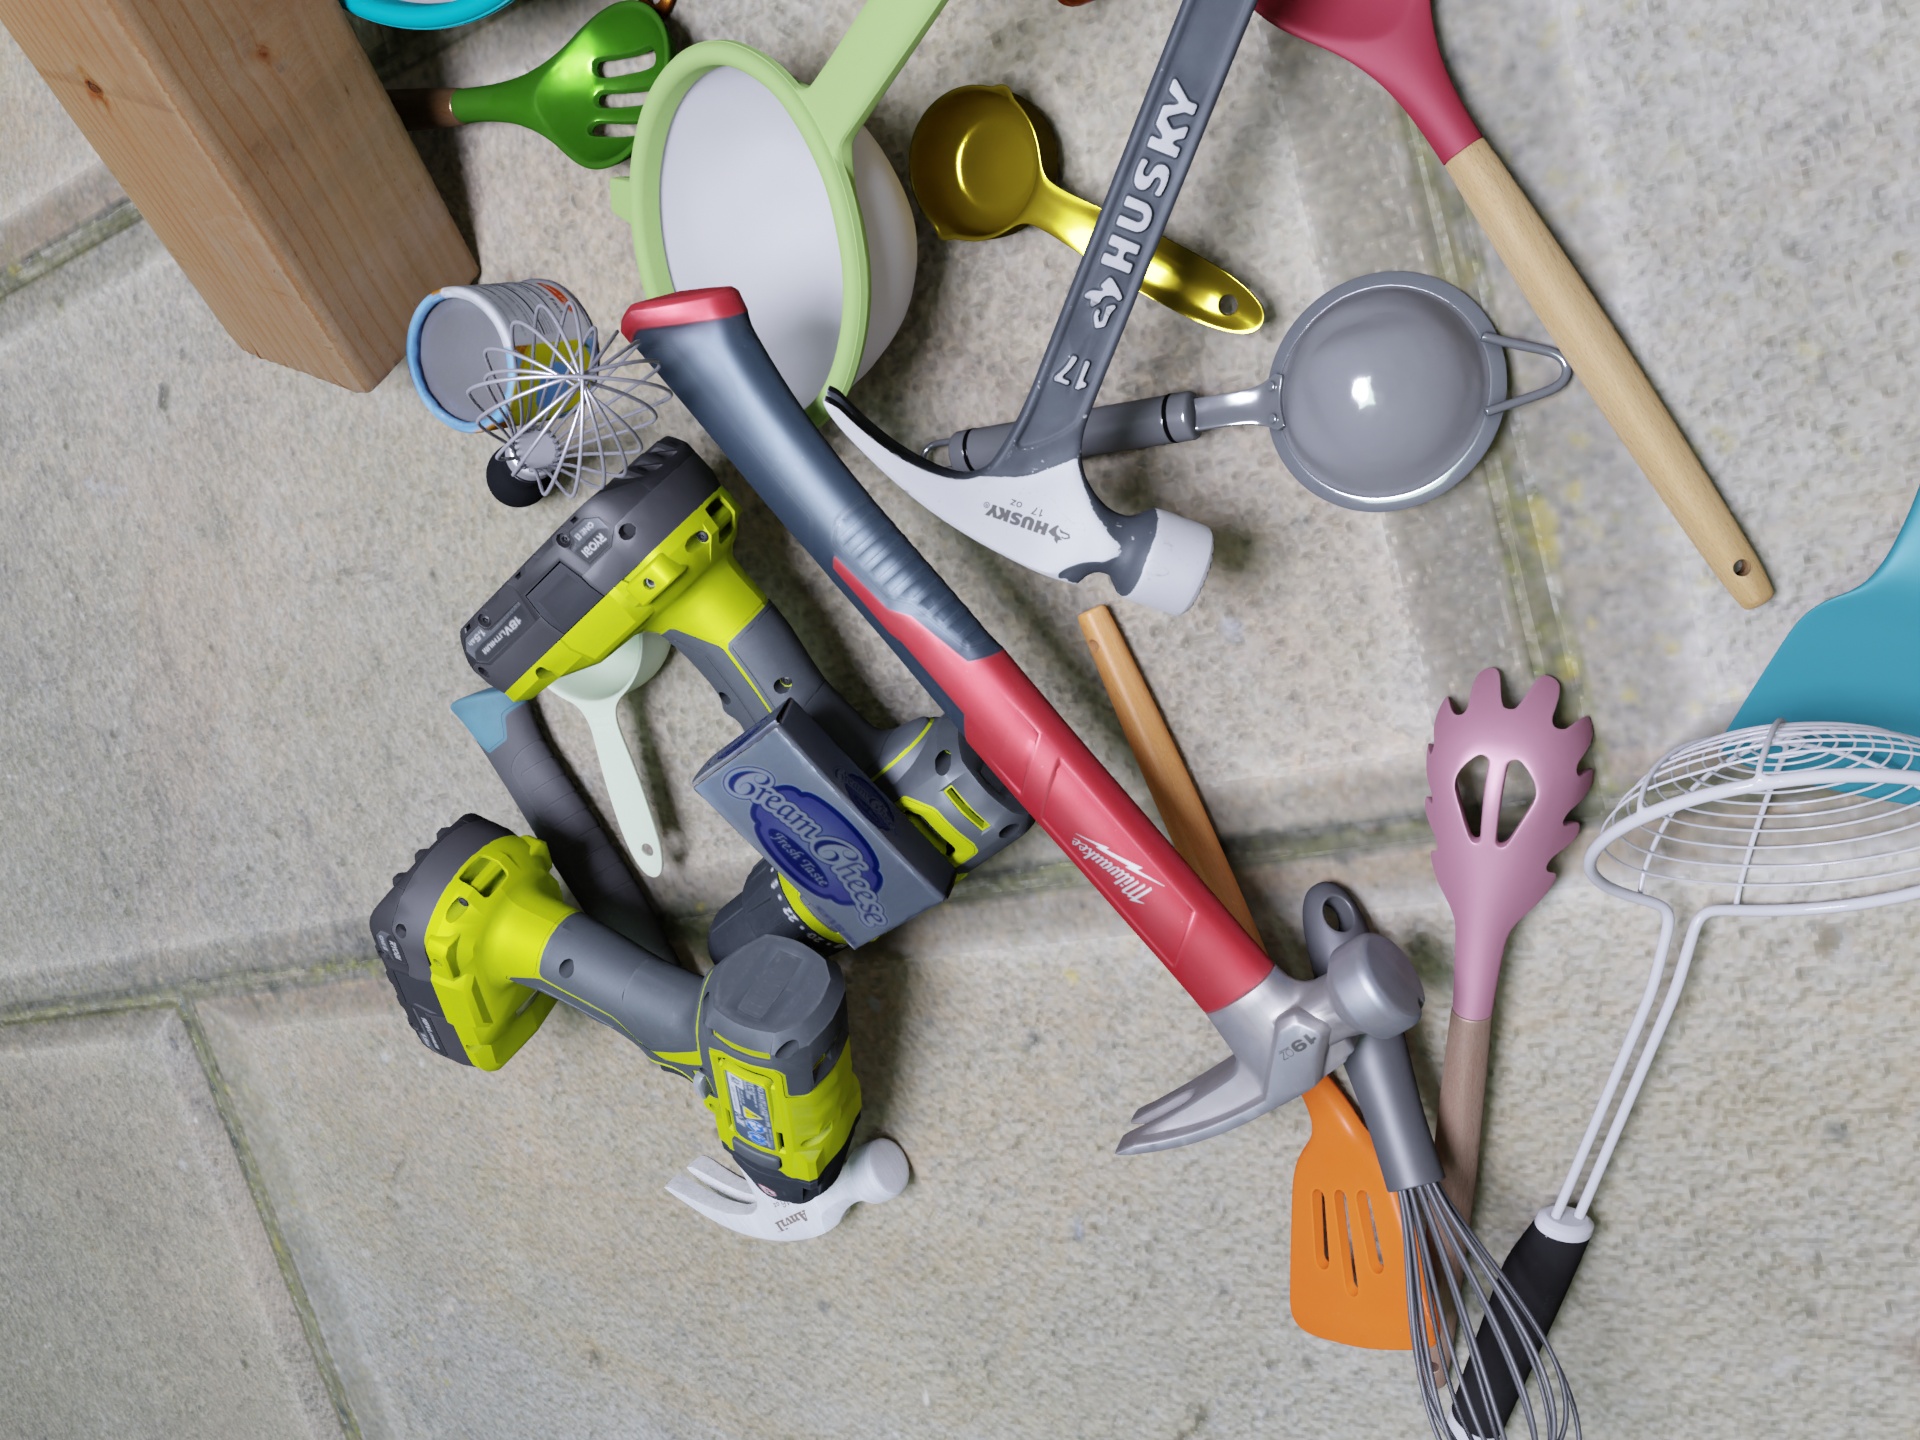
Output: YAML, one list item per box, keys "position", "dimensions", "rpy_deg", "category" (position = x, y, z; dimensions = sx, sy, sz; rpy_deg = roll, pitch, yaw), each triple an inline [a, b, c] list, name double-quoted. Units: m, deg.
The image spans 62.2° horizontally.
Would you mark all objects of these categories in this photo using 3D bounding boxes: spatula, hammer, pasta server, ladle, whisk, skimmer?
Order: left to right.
- position: [-0.174, -0.115, 0.655]
  dimensions: [0.285, 0.070, 0.070]
  rpy_deg: [2, 113, 69]
  category: "whisk"
- position: [-0.160, 0.121, 0.819]
  dimensions: [0.128, 0.033, 0.331]
  rpy_deg: [-33, 89, 31]
  category: "hammer"
- position: [-0.001, -0.002, 0.612]
  dimensions: [0.386, 0.038, 0.143]
  rpy_deg: [49, 123, -2]
  category: "hammer"
- position: [0.081, -0.239, 0.504]
  dimensions: [0.149, 0.036, 0.408]
  rpy_deg: [18, 110, -9]
  category: "hammer"
- position: [0.114, 0.104, 0.658]
  dimensions: [0.081, 0.041, 0.322]
  rpy_deg: [-22, 93, 54]
  category: "spatula"
- position: [0.178, 0.176, 0.610]
  dimensions: [0.055, 0.055, 0.239]
  rpy_deg: [-26, 70, 32]
  category: "whisk"
- position: [0.202, 0.135, 0.631]
  dimensions: [0.060, 0.040, 0.316]
  rpy_deg: [10, 114, 26]
  category: "pasta server"
- position: [0.186, -0.172, 0.538]
  dimensions: [0.069, 0.031, 0.315]
  rpy_deg: [-33, 91, 17]
  category: "ladle"
- position: [0.248, 0.156, 0.573]
  dimensions: [0.127, 0.090, 0.363]
  rpy_deg: [7, 116, -7]
  category: "skimmer"
- position: [0.314, -0.122, 0.488]
  dimensions: [0.082, 0.044, 0.317]
  rpy_deg: [14, 108, 25]
  category: "spatula"

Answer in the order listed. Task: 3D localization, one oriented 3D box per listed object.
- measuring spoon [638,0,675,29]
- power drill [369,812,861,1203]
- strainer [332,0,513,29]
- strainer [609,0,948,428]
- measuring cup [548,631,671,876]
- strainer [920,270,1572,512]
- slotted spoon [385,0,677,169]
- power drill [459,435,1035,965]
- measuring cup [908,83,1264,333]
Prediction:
- position: [-0.116, -0.344, 0.654]
  dimensions: [0.021, 0.011, 0.116]
  rpy_deg: [32, 119, 16]
  category: "measuring spoon"
- position: [-0.153, 0.143, 0.744]
  dimensions: [0.223, 0.080, 0.171]
  rpy_deg: [20, 138, 19]
  category: "power drill"
- position: [-0.146, -0.369, 0.620]
  dimensions: [0.340, 0.095, 0.210]
  rpy_deg: [22, 121, 14]
  category: "strainer"
- position: [-0.039, -0.213, 0.595]
  dimensions: [0.256, 0.069, 0.151]
  rpy_deg: [-37, 79, 52]
  category: "strainer"
- position: [-0.164, -0.006, 0.778]
  dimensions: [0.083, 0.038, 0.167]
  rpy_deg: [-5, 107, 28]
  category: "measuring cup"
- position: [0.091, -0.115, 0.602]
  dimensions: [0.258, 0.050, 0.087]
  rpy_deg: [-3, 89, 33]
  category: "strainer"
- position: [-0.248, -0.286, 0.737]
  dimensions: [0.314, 0.031, 0.070]
  rpy_deg: [8, 94, 29]
  category: "slotted spoon"
- position: [-0.102, 0.009, 0.703]
  dimensions: [0.190, 0.080, 0.228]
  rpy_deg: [-36, 104, 31]
  category: "power drill"
- position: [0.051, -0.189, 0.607]
  dimensions: [0.156, 0.029, 0.062]
  rpy_deg: [33, 119, 13]
  category: "measuring cup"
